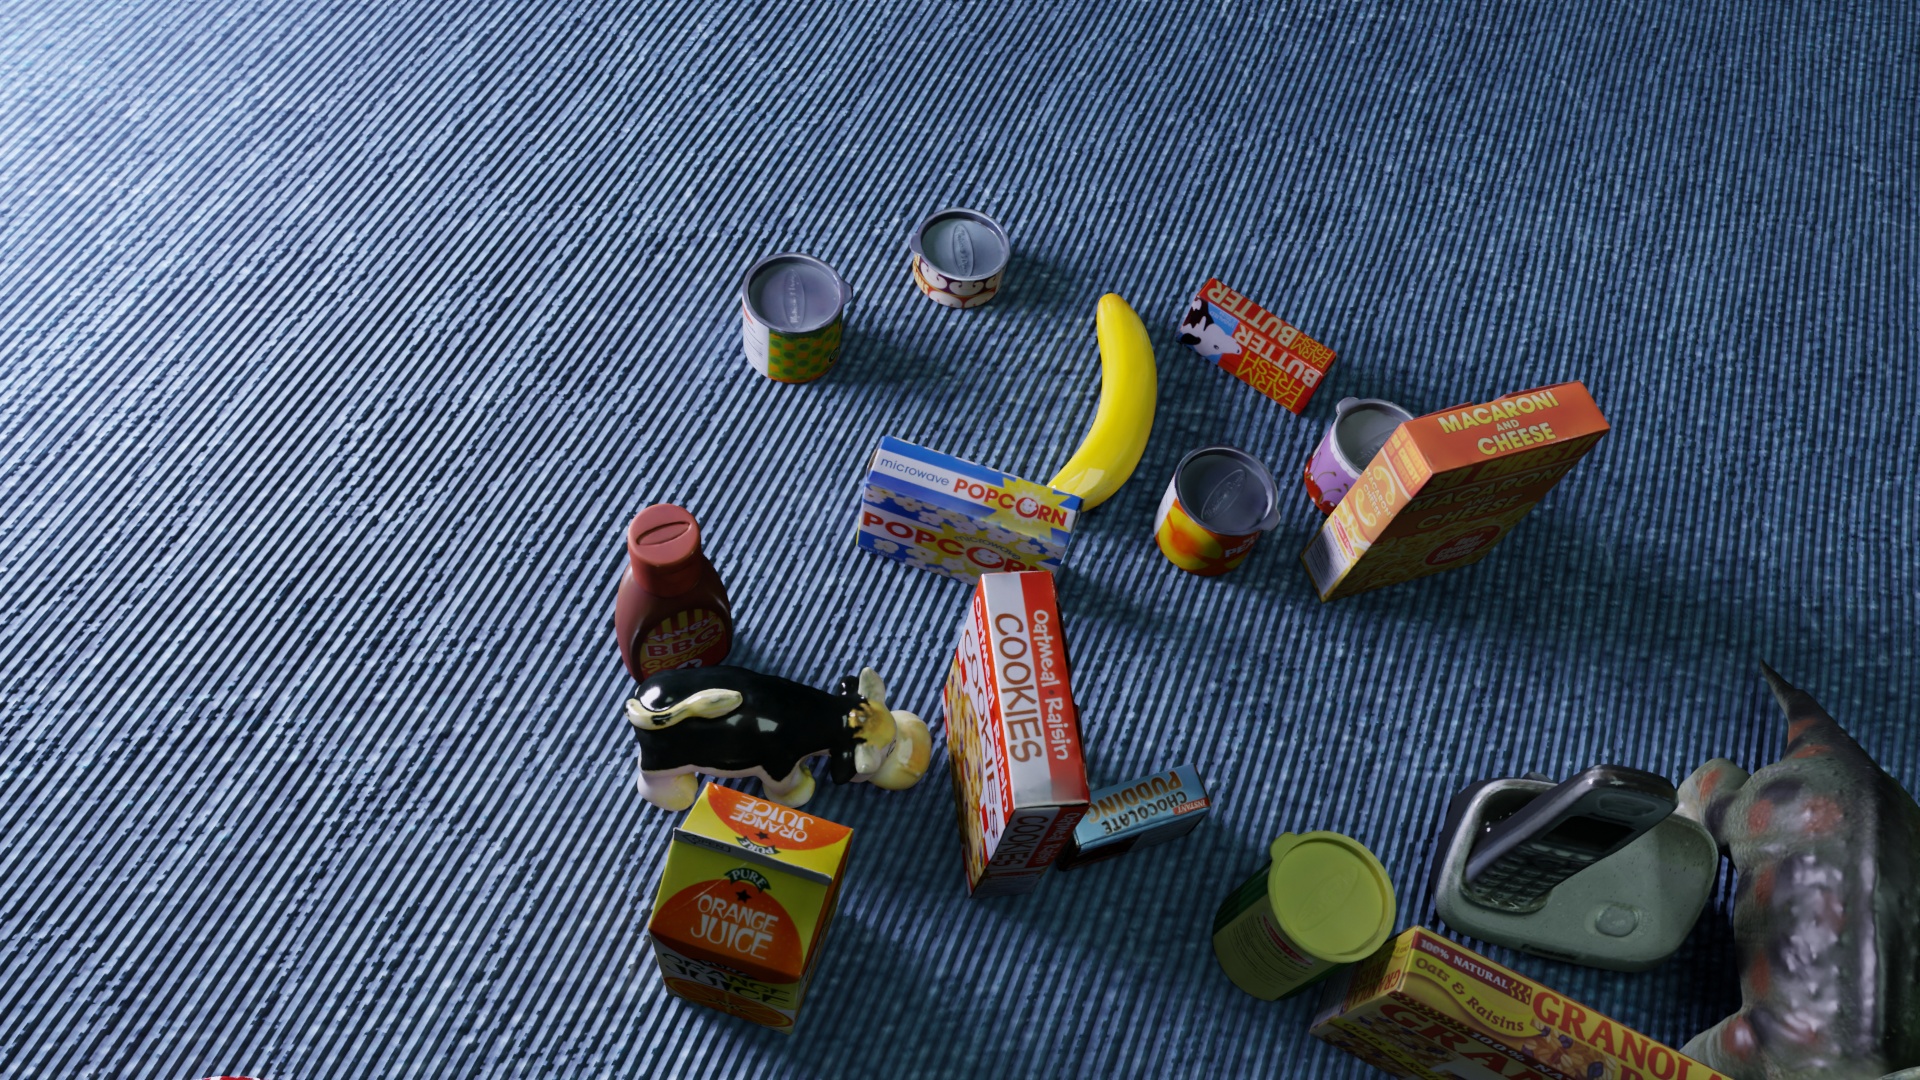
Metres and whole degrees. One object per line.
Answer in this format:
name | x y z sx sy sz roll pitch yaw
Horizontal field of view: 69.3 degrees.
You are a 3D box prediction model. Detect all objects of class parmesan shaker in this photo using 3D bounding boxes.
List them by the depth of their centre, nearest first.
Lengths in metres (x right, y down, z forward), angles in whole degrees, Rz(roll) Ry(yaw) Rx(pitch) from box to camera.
parmesan shaker | 0.178 0.200 0.742 0.071 0.102 0.071 4 61 -7

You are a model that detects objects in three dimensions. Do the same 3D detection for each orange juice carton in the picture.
orange juice carton | -0.099 0.175 0.662 0.072 0.191 0.073 18 61 2

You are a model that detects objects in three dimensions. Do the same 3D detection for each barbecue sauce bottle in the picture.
barbecue sauce bottle | -0.158 0.031 0.758 0.065 0.147 0.044 -19 66 -18

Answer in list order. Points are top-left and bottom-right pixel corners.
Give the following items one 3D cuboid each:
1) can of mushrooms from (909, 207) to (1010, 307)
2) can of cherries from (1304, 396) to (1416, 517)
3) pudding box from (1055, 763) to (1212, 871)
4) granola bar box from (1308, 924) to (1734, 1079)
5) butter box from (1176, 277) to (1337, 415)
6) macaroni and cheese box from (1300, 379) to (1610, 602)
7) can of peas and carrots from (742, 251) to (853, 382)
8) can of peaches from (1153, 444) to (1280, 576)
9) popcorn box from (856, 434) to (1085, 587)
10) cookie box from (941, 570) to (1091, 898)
can of mushrooms | -0.002 -0.198 0.974 0.071 0.033 0.071 4 61 -7
can of cherries | 0.267 -0.053 0.920 0.071 0.058 0.072 4 61 -7
pudding box | 0.094 0.157 0.783 0.084 0.049 0.030 -13 64 -15
granola bar box | 0.280 0.262 0.710 0.166 0.123 0.039 25 61 6
butter box | 0.204 -0.133 0.958 0.103 0.053 0.024 34 62 10
macaroni and cheese box | 0.295 -0.027 0.848 0.124 0.165 0.040 -14 65 -15
can of peas and carrots | -0.108 -0.146 0.915 0.071 0.058 0.071 4 61 -7
can of peaches | 0.163 -0.017 0.885 0.071 0.057 0.071 4 61 -7
popcorn box | 0.003 -0.011 0.842 0.127 0.084 0.038 18 61 1
cookie box | 0.026 0.107 0.733 0.040 0.166 0.123 -3 62 -10
